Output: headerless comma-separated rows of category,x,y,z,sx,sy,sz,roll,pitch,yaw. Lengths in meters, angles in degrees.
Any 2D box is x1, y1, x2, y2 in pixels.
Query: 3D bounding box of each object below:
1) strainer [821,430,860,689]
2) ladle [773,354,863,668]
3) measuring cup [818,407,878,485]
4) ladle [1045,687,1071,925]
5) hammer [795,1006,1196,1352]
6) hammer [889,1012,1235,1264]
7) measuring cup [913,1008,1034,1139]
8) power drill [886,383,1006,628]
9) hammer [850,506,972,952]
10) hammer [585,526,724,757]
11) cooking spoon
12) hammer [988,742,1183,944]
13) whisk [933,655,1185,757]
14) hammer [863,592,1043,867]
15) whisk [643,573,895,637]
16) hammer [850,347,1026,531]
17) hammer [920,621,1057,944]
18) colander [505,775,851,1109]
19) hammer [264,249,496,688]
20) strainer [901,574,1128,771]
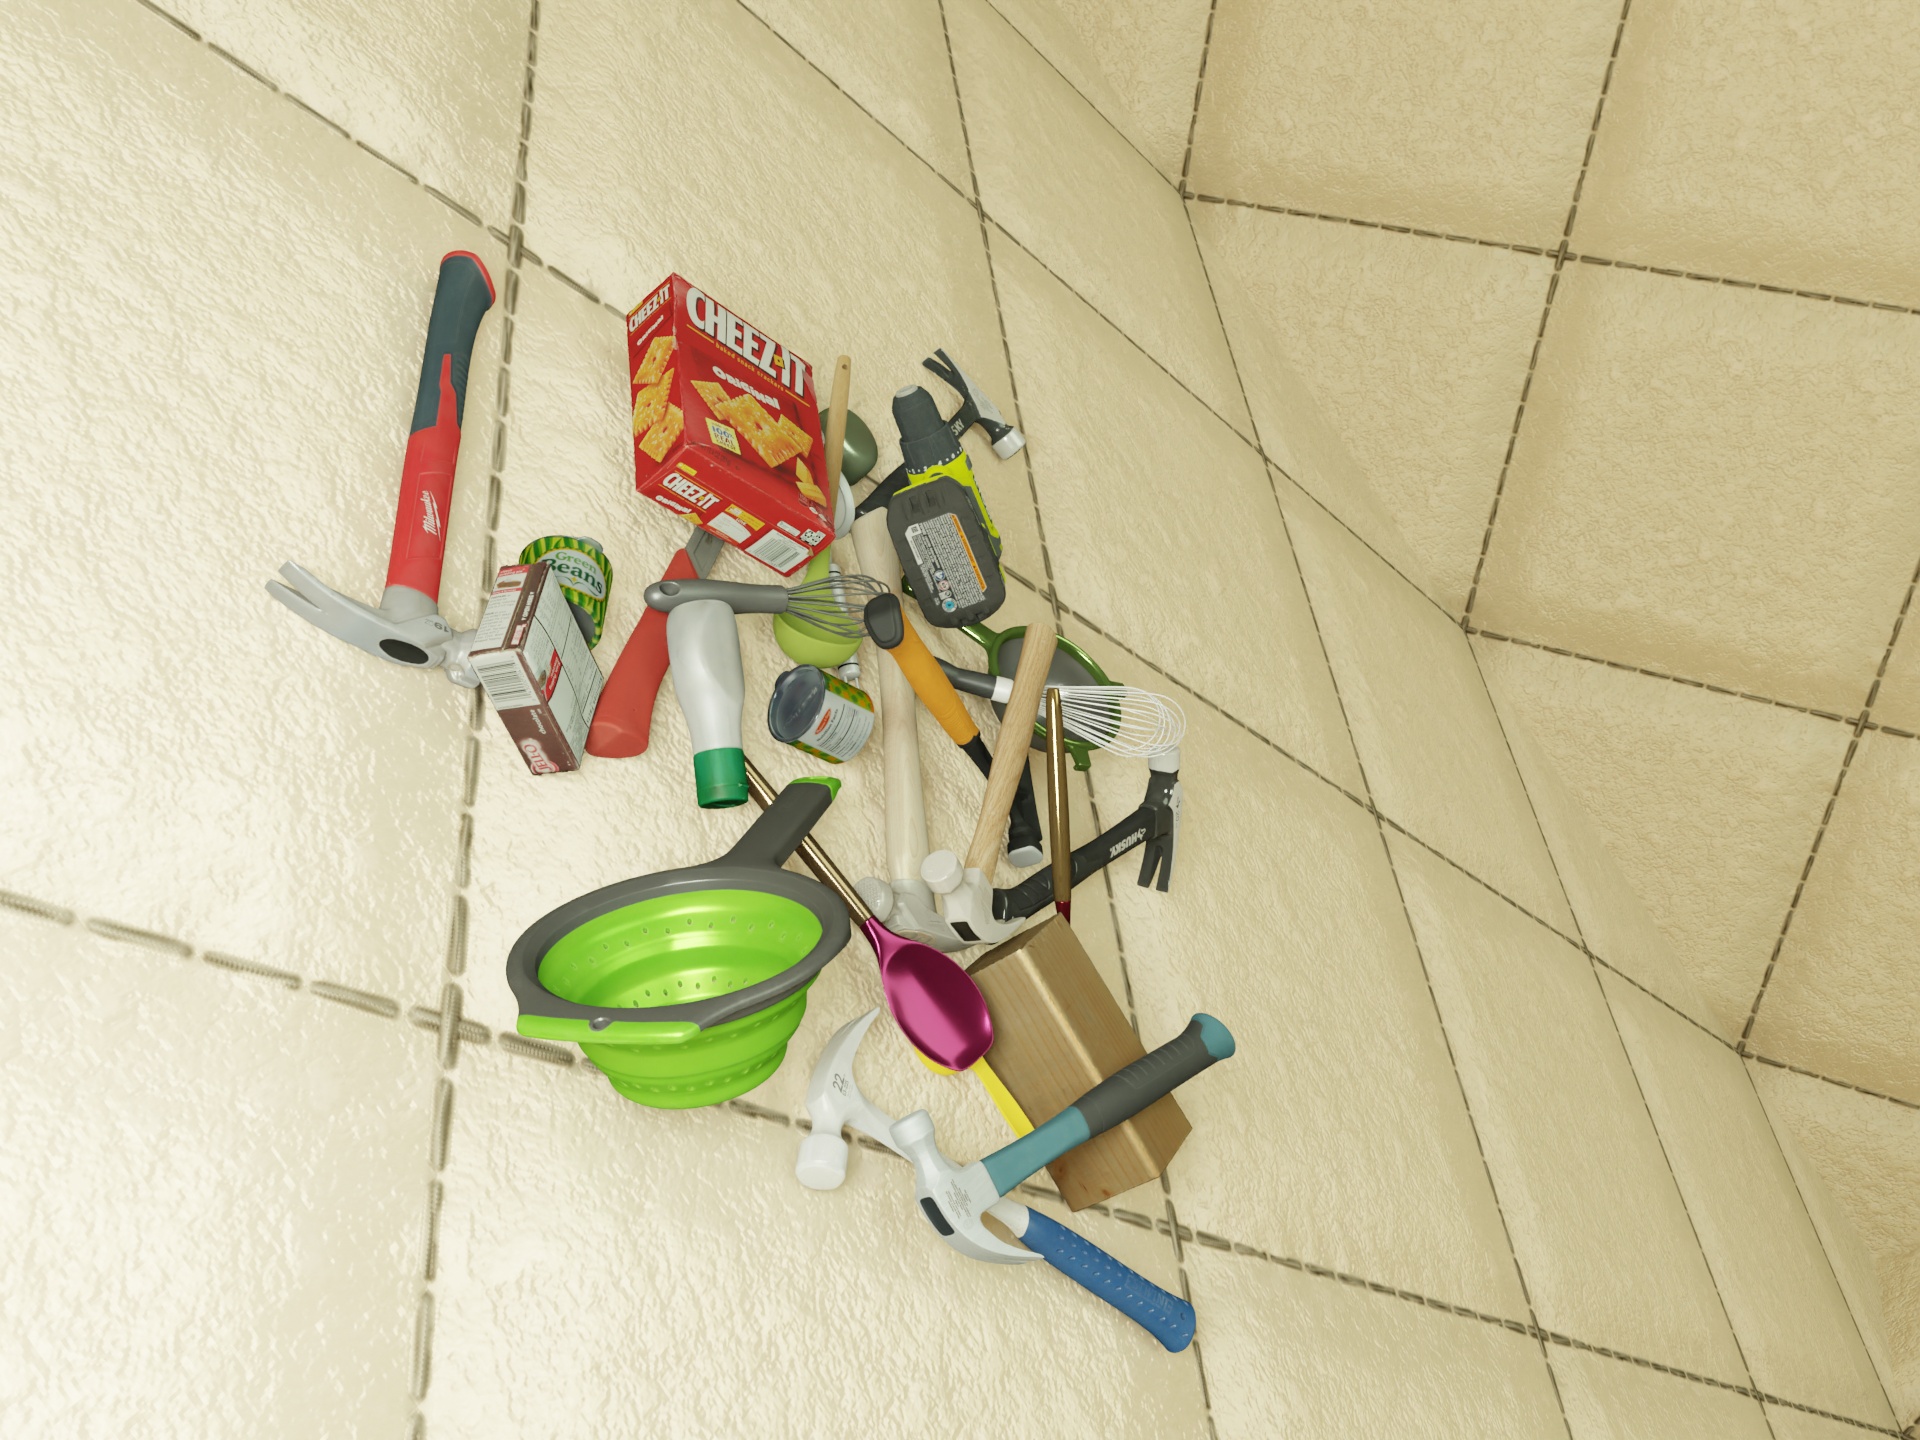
strainer,-0.120,-0.138,1.414,0.086,0.050,0.259,10,60,-46
ladle,-0.112,-0.189,1.380,0.078,0.062,0.320,14,65,-20
measuring cup,-0.143,-0.293,1.522,0.167,0.038,0.083,39,35,-33
ladle,0.087,0.129,1.370,0.069,0.031,0.315,-2,89,-64
hammer,0.039,0.362,1.185,0.405,0.035,0.144,41,34,-27
hammer,0.096,0.292,1.181,0.331,0.033,0.128,-19,79,-42
measuring cup,0.014,0.285,1.231,0.156,0.029,0.062,56,30,-8
power drill,-0.017,-0.200,1.481,0.229,0.080,0.190,-90,159,-64
hammer,-0.047,-0.003,1.362,0.146,0.038,0.411,26,48,-44
hammer,-0.226,-0.100,1.227,0.149,0.036,0.359,44,32,-22
cooking spoon,-0.087,0.131,1.198,0.069,0.017,0.319,-38,88,-26
hammer,0.116,0.135,1.468,0.335,0.035,0.146,-24,119,-52
whisk,0.069,-0.019,1.455,0.284,0.070,0.070,14,42,-6
hammer,-0.002,-0.004,1.353,0.336,0.034,0.127,55,21,-50
whisk,-0.142,-0.091,1.239,0.238,0.055,0.055,-1,63,-42
hammer,-0.036,-0.280,1.671,0.149,0.036,0.409,50,31,-11
hammer,0.039,0.044,1.332,0.332,0.031,0.129,-73,147,-41
colander,-0.146,0.143,1.040,0.397,0.204,0.094,-55,143,-67
hammer,-0.377,-0.202,1.100,0.143,0.038,0.387,28,41,-38
strainer,0.035,-0.047,1.548,0.256,0.069,0.151,36,38,-2
